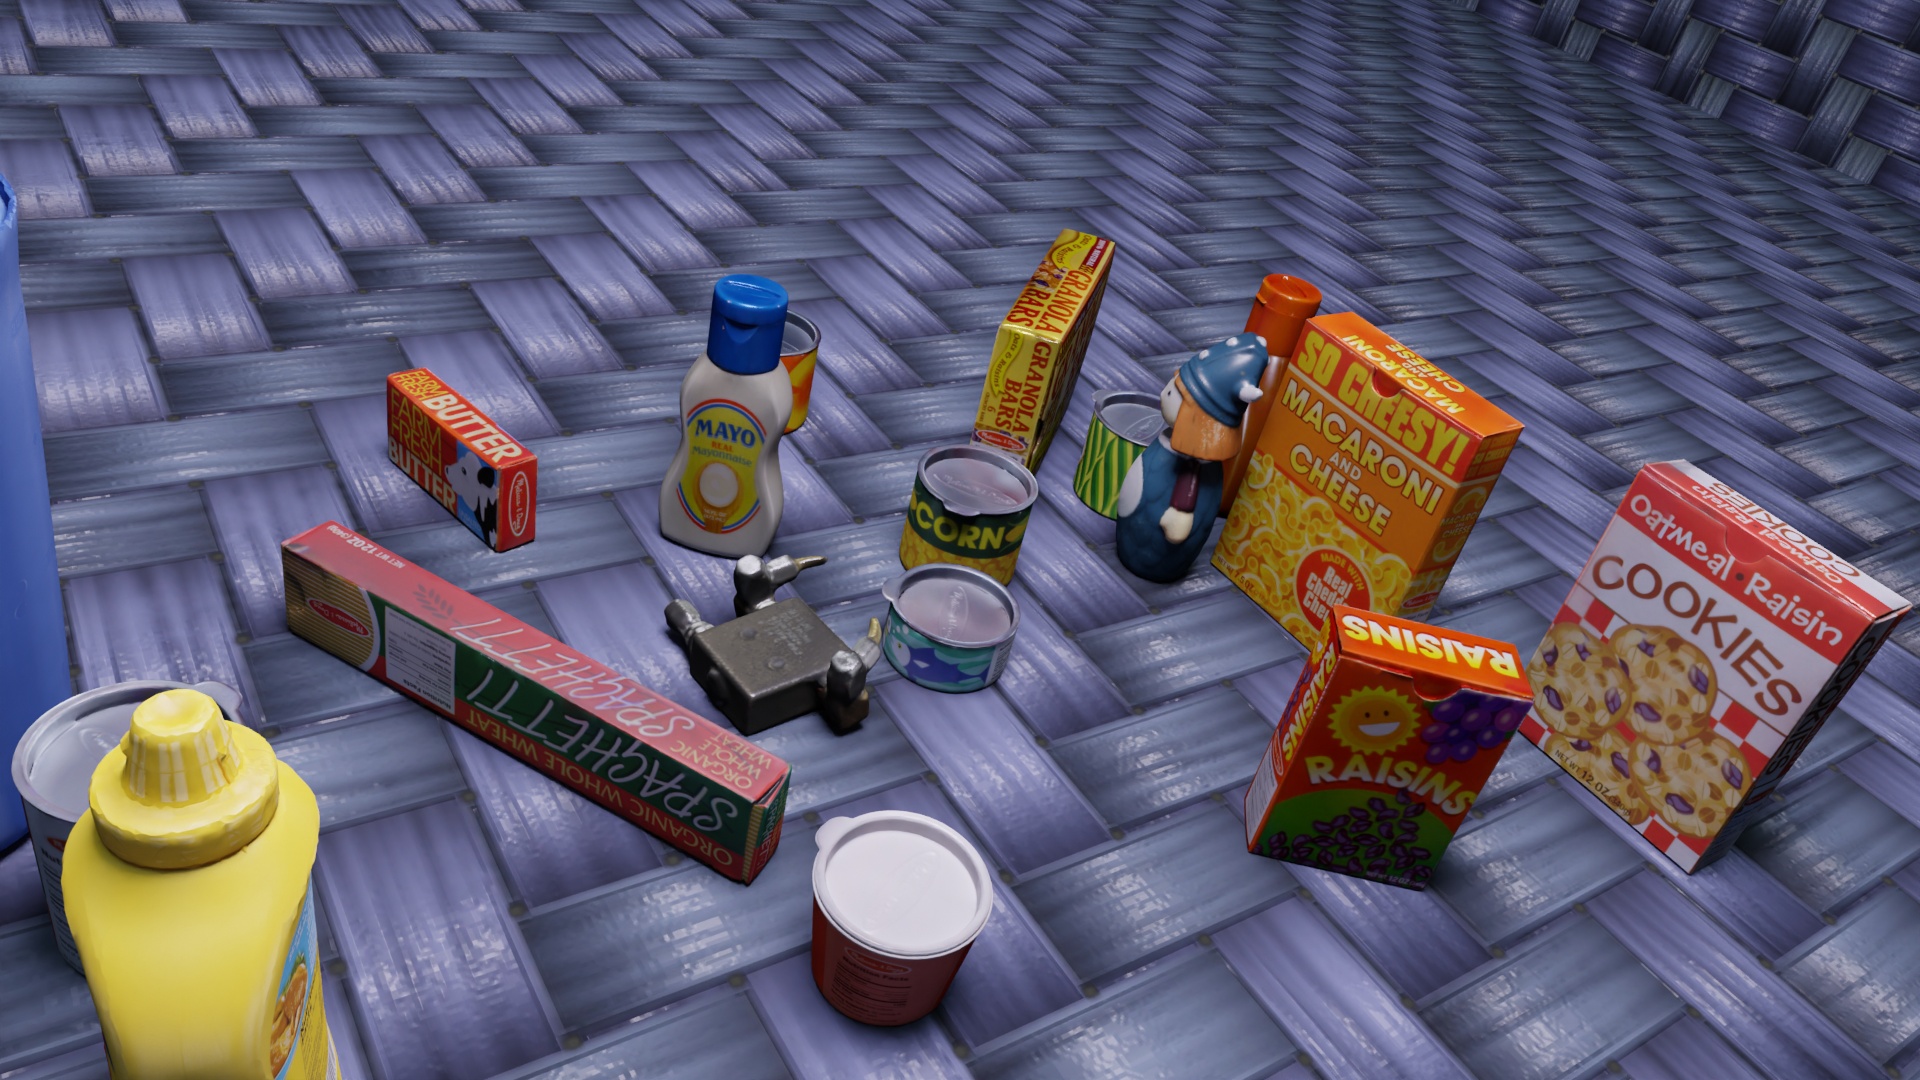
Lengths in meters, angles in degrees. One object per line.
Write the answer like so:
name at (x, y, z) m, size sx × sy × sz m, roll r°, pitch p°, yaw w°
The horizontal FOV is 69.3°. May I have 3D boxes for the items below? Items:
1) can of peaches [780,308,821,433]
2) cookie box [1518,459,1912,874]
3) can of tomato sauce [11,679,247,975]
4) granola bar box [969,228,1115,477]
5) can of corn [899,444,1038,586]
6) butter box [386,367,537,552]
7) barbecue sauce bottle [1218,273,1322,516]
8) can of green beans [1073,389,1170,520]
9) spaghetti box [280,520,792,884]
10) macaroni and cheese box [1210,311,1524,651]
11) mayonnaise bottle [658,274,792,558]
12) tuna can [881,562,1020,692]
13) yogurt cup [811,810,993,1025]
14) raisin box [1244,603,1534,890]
can of peaches at (-0.123, -0.103, 0.846) m, size 0.071 × 0.057 × 0.071 m, roll 10°, pitch 34°, yaw -7°
cookie box at (0.359, 0.062, 0.689) m, size 0.040 × 0.166 × 0.123 m, roll -11°, pitch 42°, yaw -33°
can of tomato sauce at (-0.278, 0.099, 0.477) m, size 0.071 × 0.082 × 0.071 m, roll 10°, pitch 34°, yaw -7°
granola bar box at (0.049, -0.105, 0.852) m, size 0.039 × 0.123 × 0.166 m, roll 19°, pitch 34°, yaw 6°
can of corn at (0.003, -0.009, 0.757) m, size 0.071 × 0.058 × 0.071 m, roll 10°, pitch 34°, yaw -7°
butter box at (-0.258, -0.043, 0.714) m, size 0.104 × 0.052 × 0.024 m, roll 35°, pitch 39°, yaw 27°
barbecue sauce bottle at (0.180, -0.090, 0.858) m, size 0.044 × 0.147 × 0.065 m, roll 2°, pitch 36°, yaw -18°
can of green beans at (0.107, -0.051, 0.856) m, size 0.071 × 0.057 × 0.071 m, roll 10°, pitch 34°, yaw -7°
spaghetti box at (-0.183, 0.065, 0.589) m, size 0.250 × 0.049 × 0.029 m, roll 25°, pitch 35°, yaw 15°
macaroni and cheese box at (0.213, -0.021, 0.755) m, size 0.040 × 0.165 × 0.124 m, roll -12°, pitch 42°, yaw -34°
mayonnaise bottle at (-0.116, -0.062, 0.709) m, size 0.065 × 0.147 × 0.041 m, roll 14°, pitch 34°, yaw -1°
tuna can at (-0.008, 0.043, 0.701) m, size 0.071 × 0.032 × 0.071 m, roll 10°, pitch 34°, yaw -7°
yogurt cup at (-0.026, 0.146, 0.528) m, size 0.072 × 0.053 × 0.073 m, roll 10°, pitch 34°, yaw -7°
raisin box at (0.186, 0.094, 0.619) m, size 0.086 × 0.122 × 0.040 m, roll 14°, pitch 34°, yaw -1°
